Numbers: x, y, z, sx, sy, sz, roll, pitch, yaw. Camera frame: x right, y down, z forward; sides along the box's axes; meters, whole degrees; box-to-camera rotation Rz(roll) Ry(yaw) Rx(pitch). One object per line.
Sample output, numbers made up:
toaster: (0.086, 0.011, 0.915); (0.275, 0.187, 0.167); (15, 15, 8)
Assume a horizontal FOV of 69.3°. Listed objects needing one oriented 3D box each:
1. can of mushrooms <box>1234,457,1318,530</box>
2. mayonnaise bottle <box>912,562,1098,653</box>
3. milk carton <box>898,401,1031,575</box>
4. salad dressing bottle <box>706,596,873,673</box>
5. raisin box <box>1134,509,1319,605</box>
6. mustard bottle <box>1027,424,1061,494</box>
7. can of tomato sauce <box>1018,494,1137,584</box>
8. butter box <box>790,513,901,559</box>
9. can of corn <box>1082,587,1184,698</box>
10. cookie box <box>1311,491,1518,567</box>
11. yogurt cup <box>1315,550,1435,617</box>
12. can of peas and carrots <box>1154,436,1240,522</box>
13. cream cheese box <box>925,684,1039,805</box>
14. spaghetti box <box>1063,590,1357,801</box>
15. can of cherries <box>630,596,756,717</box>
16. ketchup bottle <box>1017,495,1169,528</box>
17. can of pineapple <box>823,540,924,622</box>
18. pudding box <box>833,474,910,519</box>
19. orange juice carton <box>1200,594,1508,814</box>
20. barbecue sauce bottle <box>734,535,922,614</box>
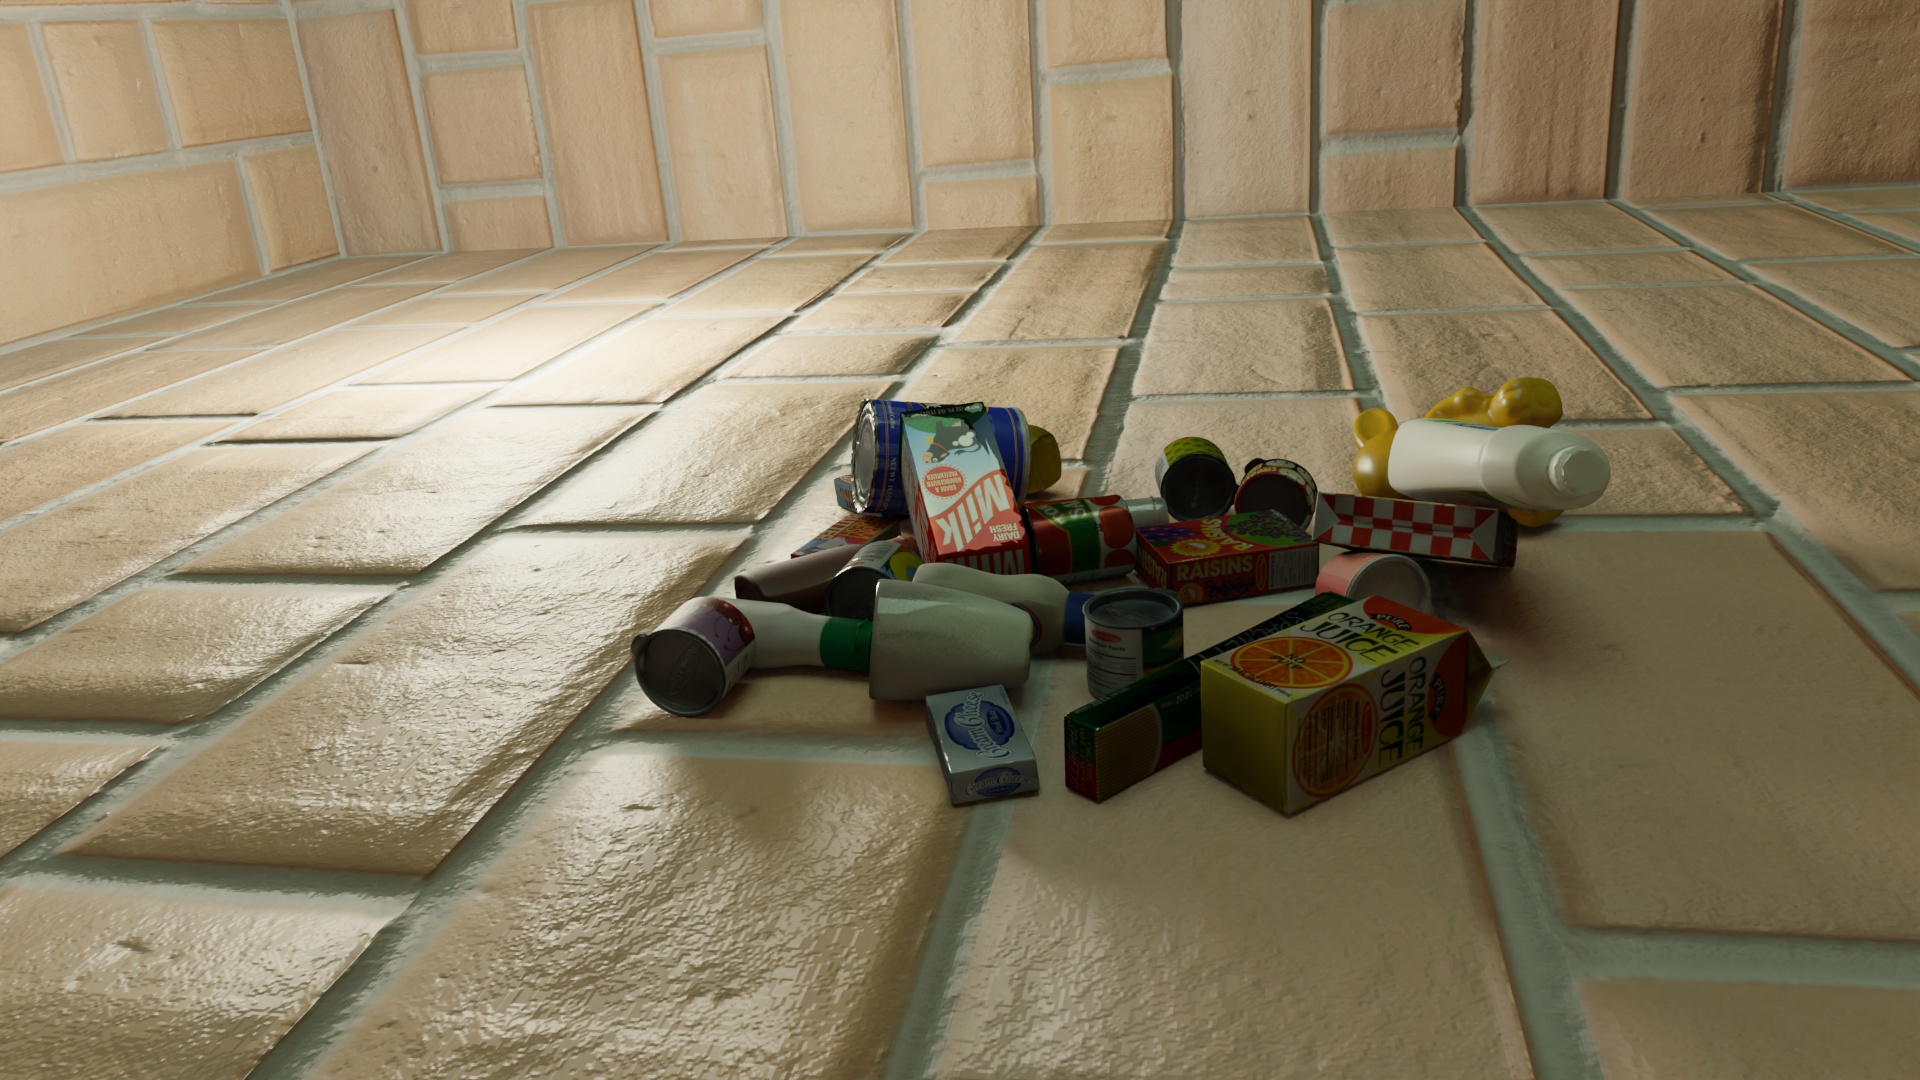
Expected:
can of mushrooms: (0.262, -0.034, 1.161); (0.071, 0.070, 0.033); (3, 23, 20)
mayonnaise bottle: (0.040, 0.052, 0.993); (0.148, 0.064, 0.041); (4, 32, 12)
milk carton: (0.004, -0.014, 1.094); (0.072, 0.073, 0.191); (-7, 53, -10)
salad dressing bottle: (-0.127, 0.070, 1.003); (0.147, 0.043, 0.064); (5, 21, 20)
raisin box: (0.207, 0.013, 1.092); (0.123, 0.040, 0.086); (-7, 21, -11)
mustard bottle: (0.027, -0.084, 1.354); (0.049, 0.065, 0.160); (-27, 26, -37)
can of tomato sauce: (0.091, -0.001, 1.107); (0.083, 0.071, 0.071); (-9, 21, -13)
butter box: (-0.097, 0.006, 1.192); (0.053, 0.024, 0.104); (6, 23, 25)
can of corn: (0.118, 0.070, 0.929); (0.071, 0.058, 0.071); (-4, 20, 2)
cookie box: (0.342, -0.008, 1.033); (0.123, 0.040, 0.167); (7, 1, 27)
yogurt cup: (0.286, 0.038, 0.974); (0.072, 0.072, 0.054); (-10, 13, -14)
can of peas and carrots: (0.210, -0.054, 1.230); (0.071, 0.070, 0.059); (-3, 20, 3)
cream cheese box: (0.012, 0.124, 0.855); (0.053, 0.024, 0.104); (-9, 21, -7)
spaghetti box: (0.165, 0.092, 0.873); (0.251, 0.050, 0.029); (-19, 27, -35)
can of cherries: (-0.183, 0.077, 0.955); (0.071, 0.071, 0.058); (1, 21, 15)
ketchup bottle: (0.100, -0.013, 1.174); (0.149, 0.043, 0.065); (-6, 22, -4)
can of pineapple: (-0.060, 0.041, 1.036); (0.071, 0.070, 0.058); (2, 21, 16)
pudding box: (-0.077, -0.043, 1.312); (0.050, 0.030, 0.084); (-19, 25, -32)
orange juice carton: (0.239, 0.089, 0.835); (0.193, 0.072, 0.072); (-16, 23, -30)
barbecue sauce bottle: (-0.100, 0.030, 1.103); (0.149, 0.043, 0.065); (-16, 24, -29)
